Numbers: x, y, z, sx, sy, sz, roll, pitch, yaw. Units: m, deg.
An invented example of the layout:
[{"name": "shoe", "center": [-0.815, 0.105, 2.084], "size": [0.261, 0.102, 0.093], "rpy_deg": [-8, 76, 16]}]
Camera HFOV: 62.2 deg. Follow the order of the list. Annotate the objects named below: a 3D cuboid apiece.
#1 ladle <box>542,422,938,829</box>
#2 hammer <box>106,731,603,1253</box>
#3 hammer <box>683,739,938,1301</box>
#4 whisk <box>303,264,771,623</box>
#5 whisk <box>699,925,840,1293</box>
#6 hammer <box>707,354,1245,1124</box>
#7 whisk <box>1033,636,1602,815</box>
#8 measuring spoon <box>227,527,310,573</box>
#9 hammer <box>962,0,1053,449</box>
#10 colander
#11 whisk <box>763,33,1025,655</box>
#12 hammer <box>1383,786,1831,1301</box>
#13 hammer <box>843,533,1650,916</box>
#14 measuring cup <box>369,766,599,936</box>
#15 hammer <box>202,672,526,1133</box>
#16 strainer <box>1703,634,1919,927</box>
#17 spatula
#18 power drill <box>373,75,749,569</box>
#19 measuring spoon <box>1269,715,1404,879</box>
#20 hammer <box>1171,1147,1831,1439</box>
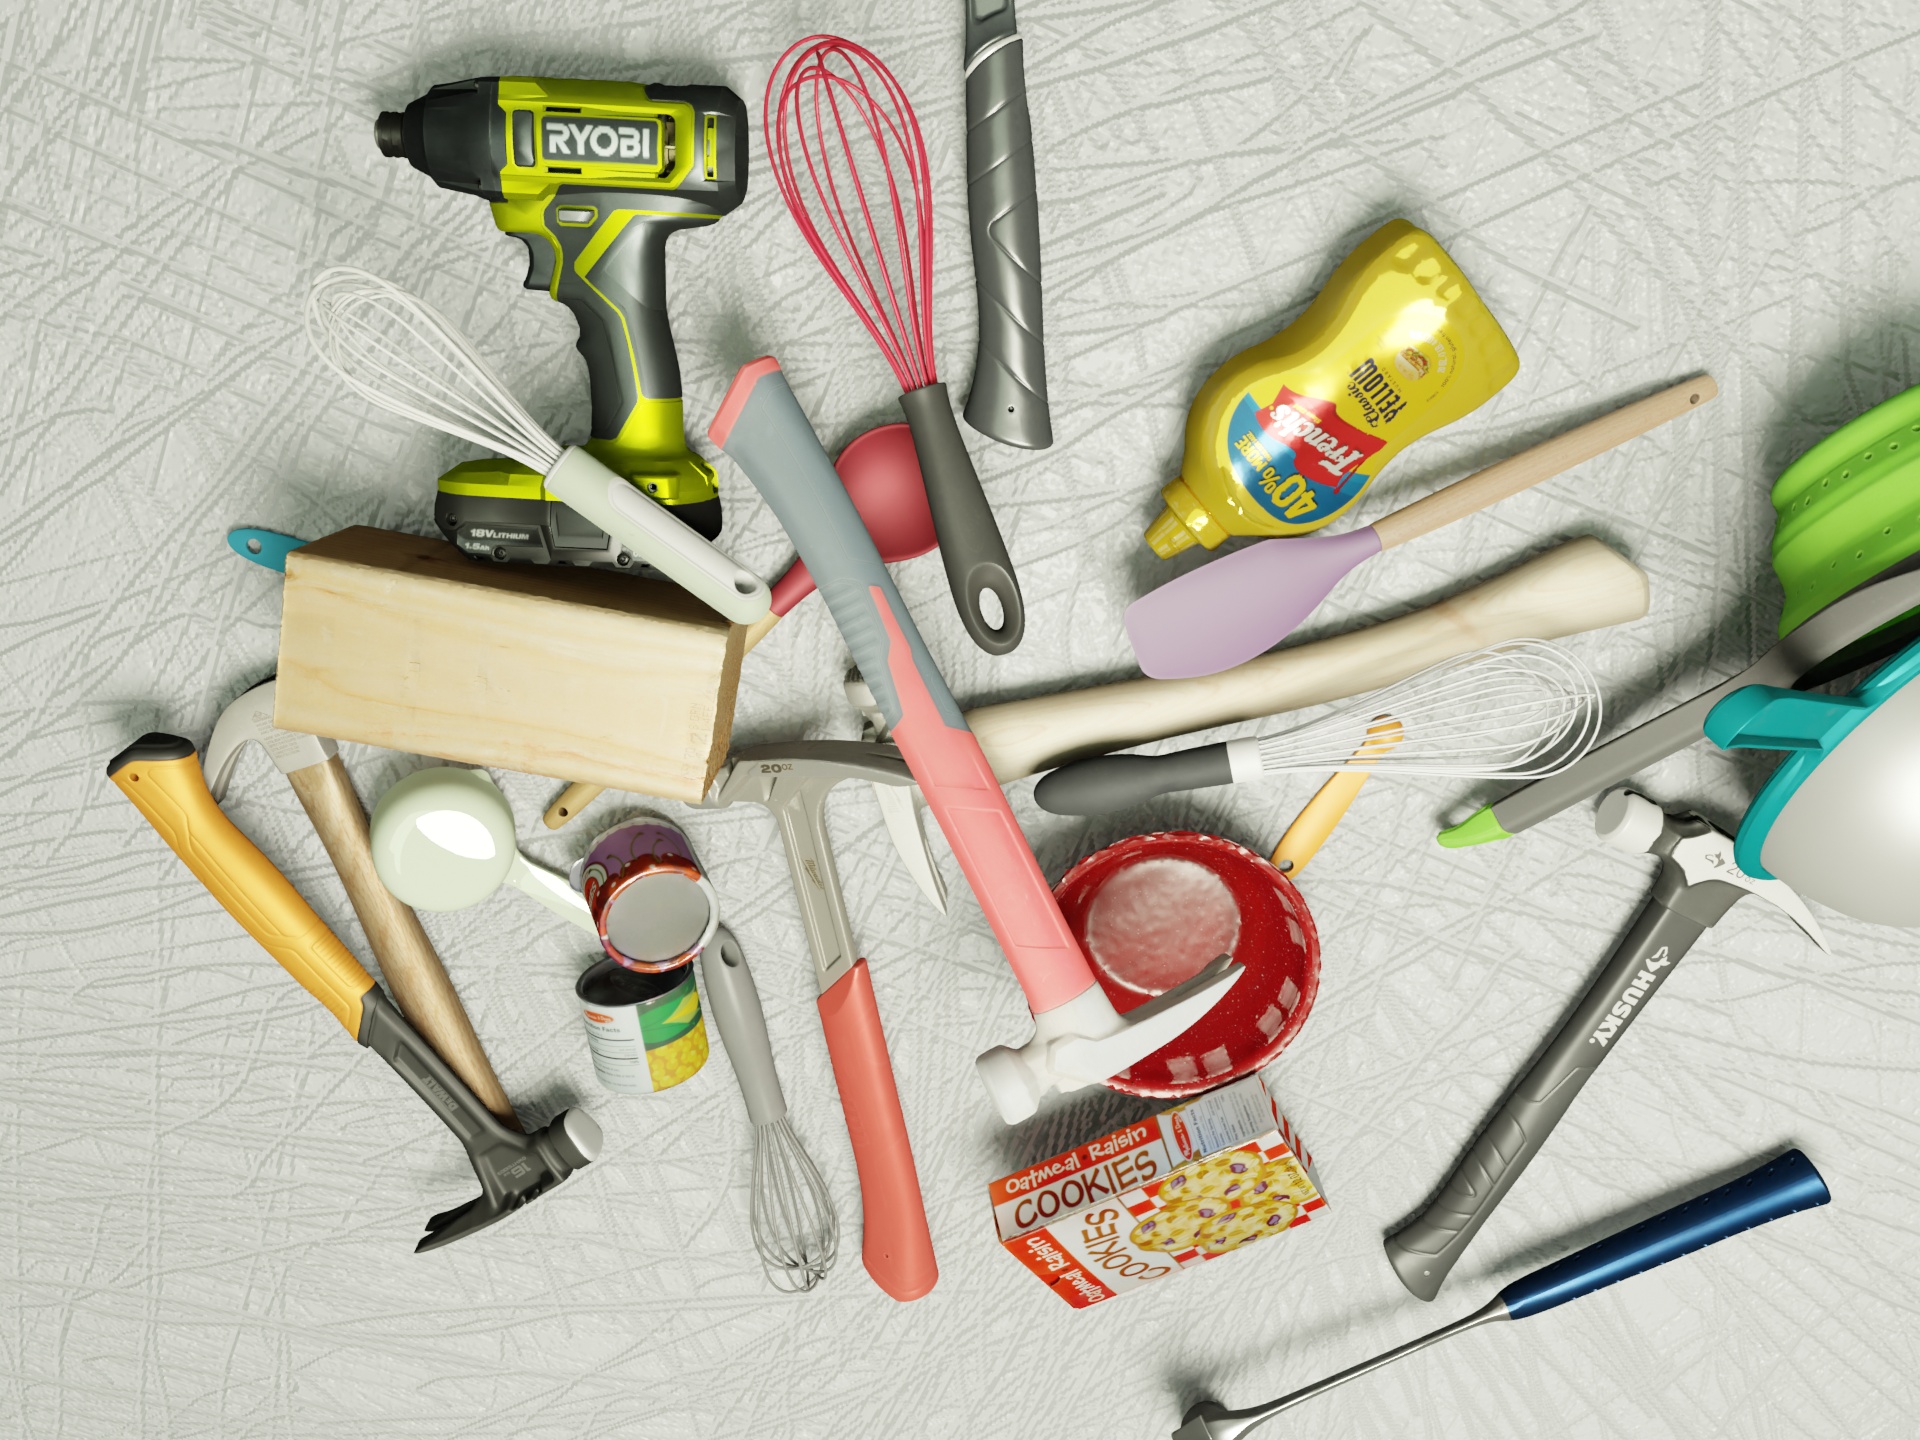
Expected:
[{"name": "ladle", "center": [-0.116, -0.042, 0.844], "size": [0.315, 0.031, 0.069], "rpy_deg": [-41, 101, 16]}, {"name": "hammer", "center": [-0.350, 0.149, 0.882], "size": [0.127, 0.034, 0.336], "rpy_deg": [-32, 106, 11]}, {"name": "hammer", "center": [-0.052, 0.178, 0.898], "size": [0.149, 0.037, 0.358], "rpy_deg": [-1, 114, 25]}, {"name": "whisk", "center": [-0.189, -0.121, 0.726], "size": [0.246, 0.058, 0.059], "rpy_deg": [36, 138, -12]}, {"name": "whisk", "center": [-0.116, 0.231, 0.931], "size": [0.055, 0.055, 0.239], "rpy_deg": [-12, 104, 6]}, {"name": "hammer", "center": [-0.001, -0.002, 0.775], "size": [0.143, 0.038, 0.386], "rpy_deg": [-28, 98, -8]}, {"name": "whisk", "center": [0.176, 0.015, 0.804], "size": [0.284, 0.070, 0.070], "rpy_deg": [-11, 109, 10]}, {"name": "measuring spoon", "center": [-0.327, -0.075, 0.841], "size": [0.128, 0.021, 0.042], "rpy_deg": [17, 109, -5]}, {"name": "hammer", "center": [0.019, -0.329, 0.734], "size": [0.149, 0.036, 0.408], "rpy_deg": [-3, 110, 2]}, {"name": "colander", "center": [0.395, -0.060, 0.783], "size": [0.397, 0.204, 0.095], "rpy_deg": [-34, 71, 29]}, {"name": "whisk", "center": [-0.023, -0.171, 0.736], "size": [0.073, 0.073, 0.296], "rpy_deg": [-17, 95, 8]}, {"name": "hammer", "center": [0.347, 0.204, 0.908], "size": [0.146, 0.035, 0.334], "rpy_deg": [24, 110, -9]}, {"name": "hammer", "center": [0.153, -0.009, 0.841], "size": [0.410, 0.038, 0.146], "rpy_deg": [-14, 110, 7]}, {"name": "measuring cup", "center": [-0.243, 0.089, 0.872], "size": [0.167, 0.038, 0.083], "rpy_deg": [33, 94, -22]}, {"name": "hammer", "center": [-0.323, 0.126, 0.908], "size": [0.130, 0.031, 0.331], "rpy_deg": [-16, 108, 7]}, {"name": "strainer", "center": [0.436, 0.029, 0.705], "size": [0.340, 0.095, 0.211], "rpy_deg": [3, 132, -43]}, {"name": "spatula", "center": [0.230, -0.099, 0.790], "size": [0.316, 0.018, 0.059], "rpy_deg": [-25, 118, 0]}, {"name": "power drill", "center": [-0.192, -0.192, 0.770], "size": [0.171, 0.080, 0.223], "rpy_deg": [3, 106, 0]}, {"name": "measuring spoon", "center": [0.204, 0.047, 0.871], "size": [0.021, 0.011, 0.117], "rpy_deg": [31, 108, -9]}, {"name": "hammer", "center": [0.310, 0.349, 0.931], "size": [0.405, 0.144, 0.035], "rpy_deg": [-26, 68, 4]}]
